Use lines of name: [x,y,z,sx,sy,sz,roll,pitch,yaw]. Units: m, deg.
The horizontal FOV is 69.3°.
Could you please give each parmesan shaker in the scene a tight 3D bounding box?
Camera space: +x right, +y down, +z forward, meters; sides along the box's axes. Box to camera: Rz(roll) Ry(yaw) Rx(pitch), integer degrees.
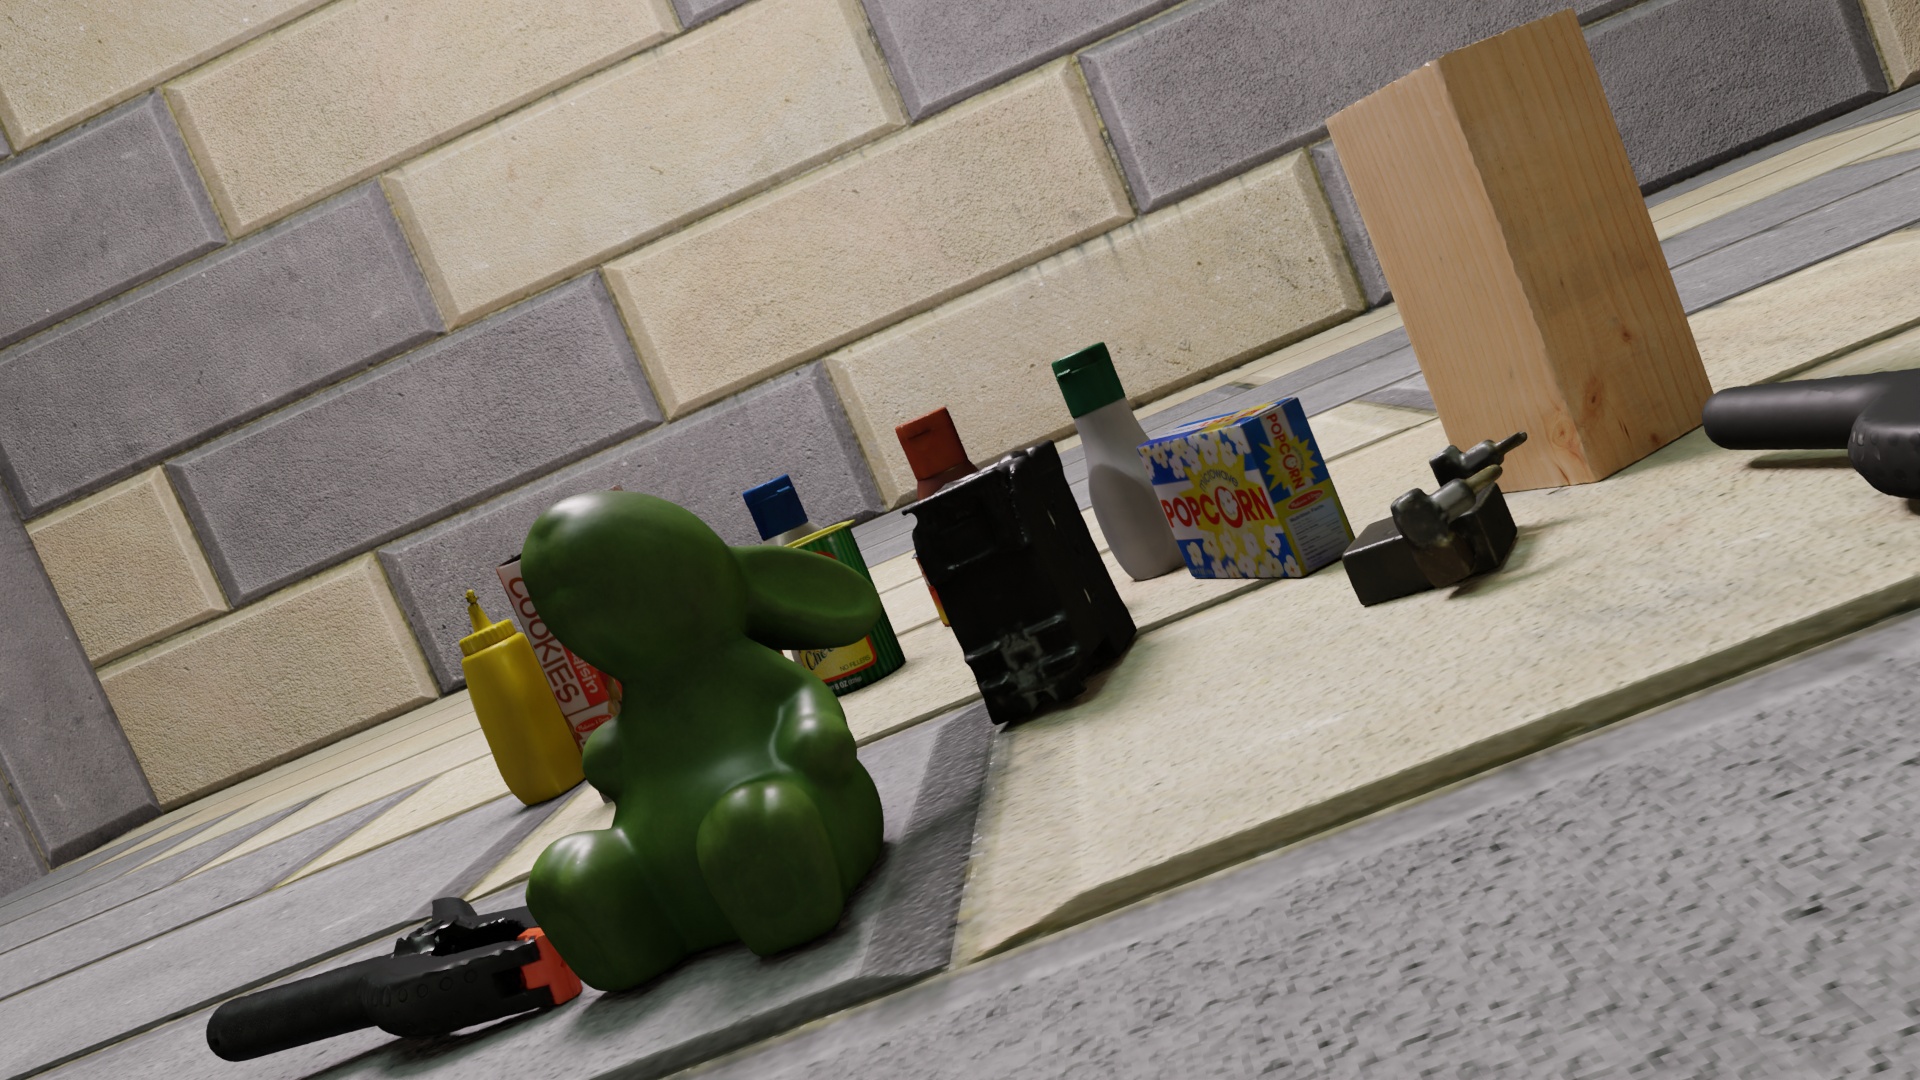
parmesan shaker: [-0.083,0.046,0.931,0.071,0.103,0.071,-23,5,2]

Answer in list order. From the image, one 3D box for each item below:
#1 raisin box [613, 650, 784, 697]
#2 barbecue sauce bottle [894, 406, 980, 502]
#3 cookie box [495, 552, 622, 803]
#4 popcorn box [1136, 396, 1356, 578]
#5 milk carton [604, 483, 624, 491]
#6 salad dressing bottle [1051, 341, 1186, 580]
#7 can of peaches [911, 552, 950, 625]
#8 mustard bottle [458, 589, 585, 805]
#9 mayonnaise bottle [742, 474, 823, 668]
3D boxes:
raisin box: [-0.115,0.076,0.660,0.040,0.123,0.086,-21,5,24]
barbecue sauce bottle: [0.003,-0.011,0.889,0.065,0.148,0.044,-22,5,17]
cookie box: [-0.227,0.072,0.926,0.040,0.167,0.123,-22,5,18]
popcorn box: [0.150,-0.025,0.748,0.038,0.085,0.126,-24,5,-16]
milk carton: [-0.246,0.052,1.081,0.072,0.190,0.074,-19,6,38]
salad dressing bottle: [0.101,-0.050,0.869,0.044,0.147,0.064,-27,6,-38]
can of peaches: [0.004,0.025,1.018,0.071,0.058,0.071,-23,5,2]
mustard bottle: [-0.323,0.109,1.005,0.049,0.160,0.065,-22,5,16]
mayonnaise bottle: [-0.111,0.027,0.999,0.065,0.148,0.041,-27,6,-41]
